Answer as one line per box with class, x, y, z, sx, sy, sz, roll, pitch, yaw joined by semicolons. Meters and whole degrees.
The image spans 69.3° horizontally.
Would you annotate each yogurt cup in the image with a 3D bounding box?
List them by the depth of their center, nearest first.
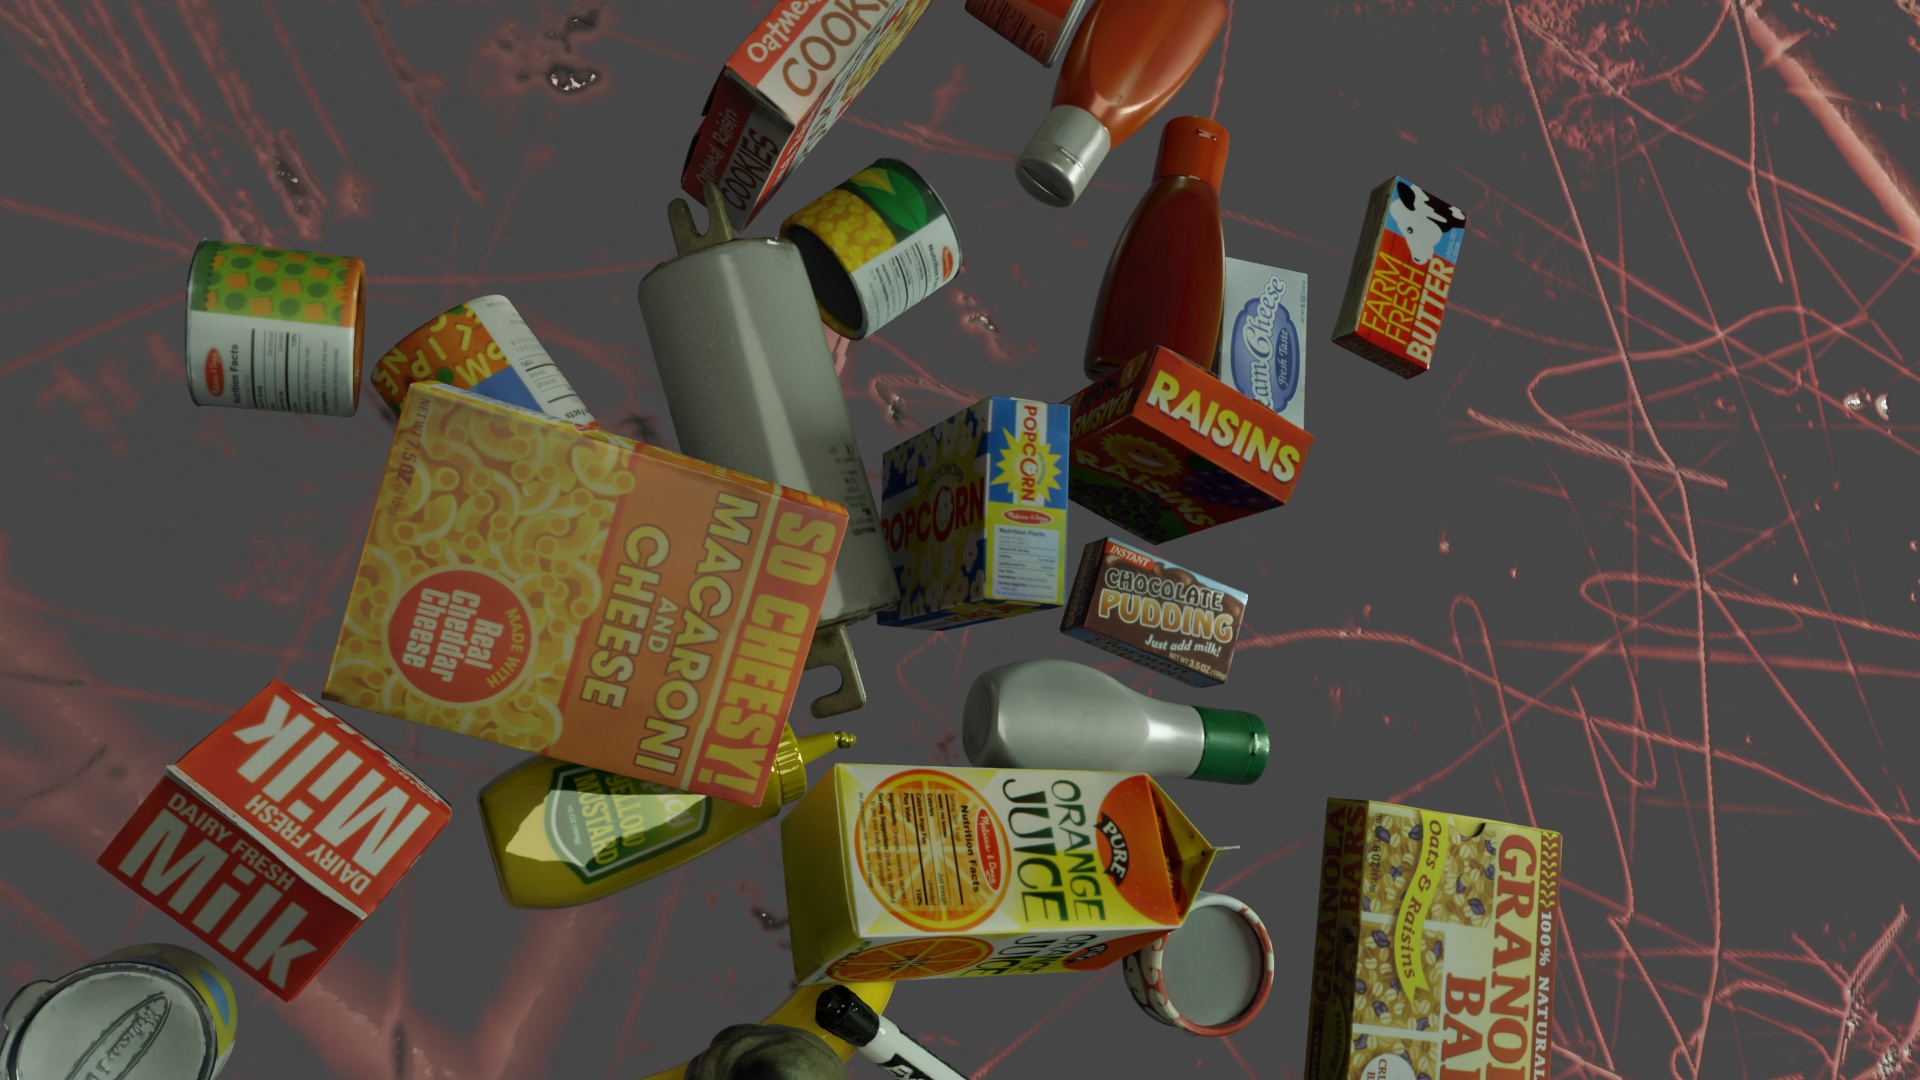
yogurt cup;0.037;-0.283;0.706;0.054;0.072;0.072;25;73;-6

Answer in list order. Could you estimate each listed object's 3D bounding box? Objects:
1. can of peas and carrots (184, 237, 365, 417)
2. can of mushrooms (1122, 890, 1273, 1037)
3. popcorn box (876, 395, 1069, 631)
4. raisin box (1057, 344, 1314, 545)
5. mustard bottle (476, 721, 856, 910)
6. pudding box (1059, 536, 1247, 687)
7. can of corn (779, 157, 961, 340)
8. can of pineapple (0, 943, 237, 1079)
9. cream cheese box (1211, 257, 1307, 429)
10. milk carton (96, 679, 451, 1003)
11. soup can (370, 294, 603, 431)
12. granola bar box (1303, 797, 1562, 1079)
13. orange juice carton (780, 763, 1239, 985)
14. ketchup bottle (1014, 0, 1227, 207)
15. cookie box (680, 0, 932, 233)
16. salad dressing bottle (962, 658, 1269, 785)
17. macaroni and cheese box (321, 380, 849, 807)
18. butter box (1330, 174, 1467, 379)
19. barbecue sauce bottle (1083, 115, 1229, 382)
can of peas and carrots;-0.272;-0.086;0.558;0.059;0.071;0.071;4;80;-20
can of mushrooms;0.115;0.204;0.667;0.071;0.033;0.071;4;79;-20
popcorn box;0.002;-0.008;0.611;0.038;0.126;0.085;7;79;-23
raisin box;0.093;-0.041;0.652;0.086;0.123;0.040;29;73;-13
mustard bottle;-0.118;0.105;0.589;0.161;0.048;0.065;-16;86;-22
pudding box;0.097;0.036;0.690;0.084;0.030;0.050;23;73;-15
can of corn;-0.044;-0.137;0.650;0.058;0.071;0.071;-38;95;-21
can of pineapple;-0.303;0.181;0.504;0.071;0.057;0.071;4;80;-20
cream cheese box;0.155;-0.094;0.737;0.053;0.024;0.104;8;78;-17
milk carton;-0.226;0.100;0.475;0.072;0.190;0.074;41;70;-10
soup can;-0.195;-0.048;0.579;0.071;0.071;0.083;-37;94;-21
granola bar box;0.242;0.222;0.707;0.124;0.039;0.166;12;77;-18
orange juice carton;0.026;0.145;0.606;0.193;0.071;0.073;6;57;-26
ketchup bottle;0.080;-0.240;0.724;0.064;0.043;0.149;36;71;-10
cookie box;-0.056;-0.230;0.630;0.040;0.122;0.168;38;71;-10
salad dressing bottle;0.076;0.093;0.667;0.148;0.044;0.064;9;72;-20
macaroni and cheese box;-0.141;0.021;0.537;0.166;0.040;0.123;17;95;-10
butter box;0.247;-0.147;0.780;0.053;0.024;0.104;23;74;-15
barbecue sauce bottle;0.109;-0.147;0.719;0.065;0.043;0.149;16;75;-10
